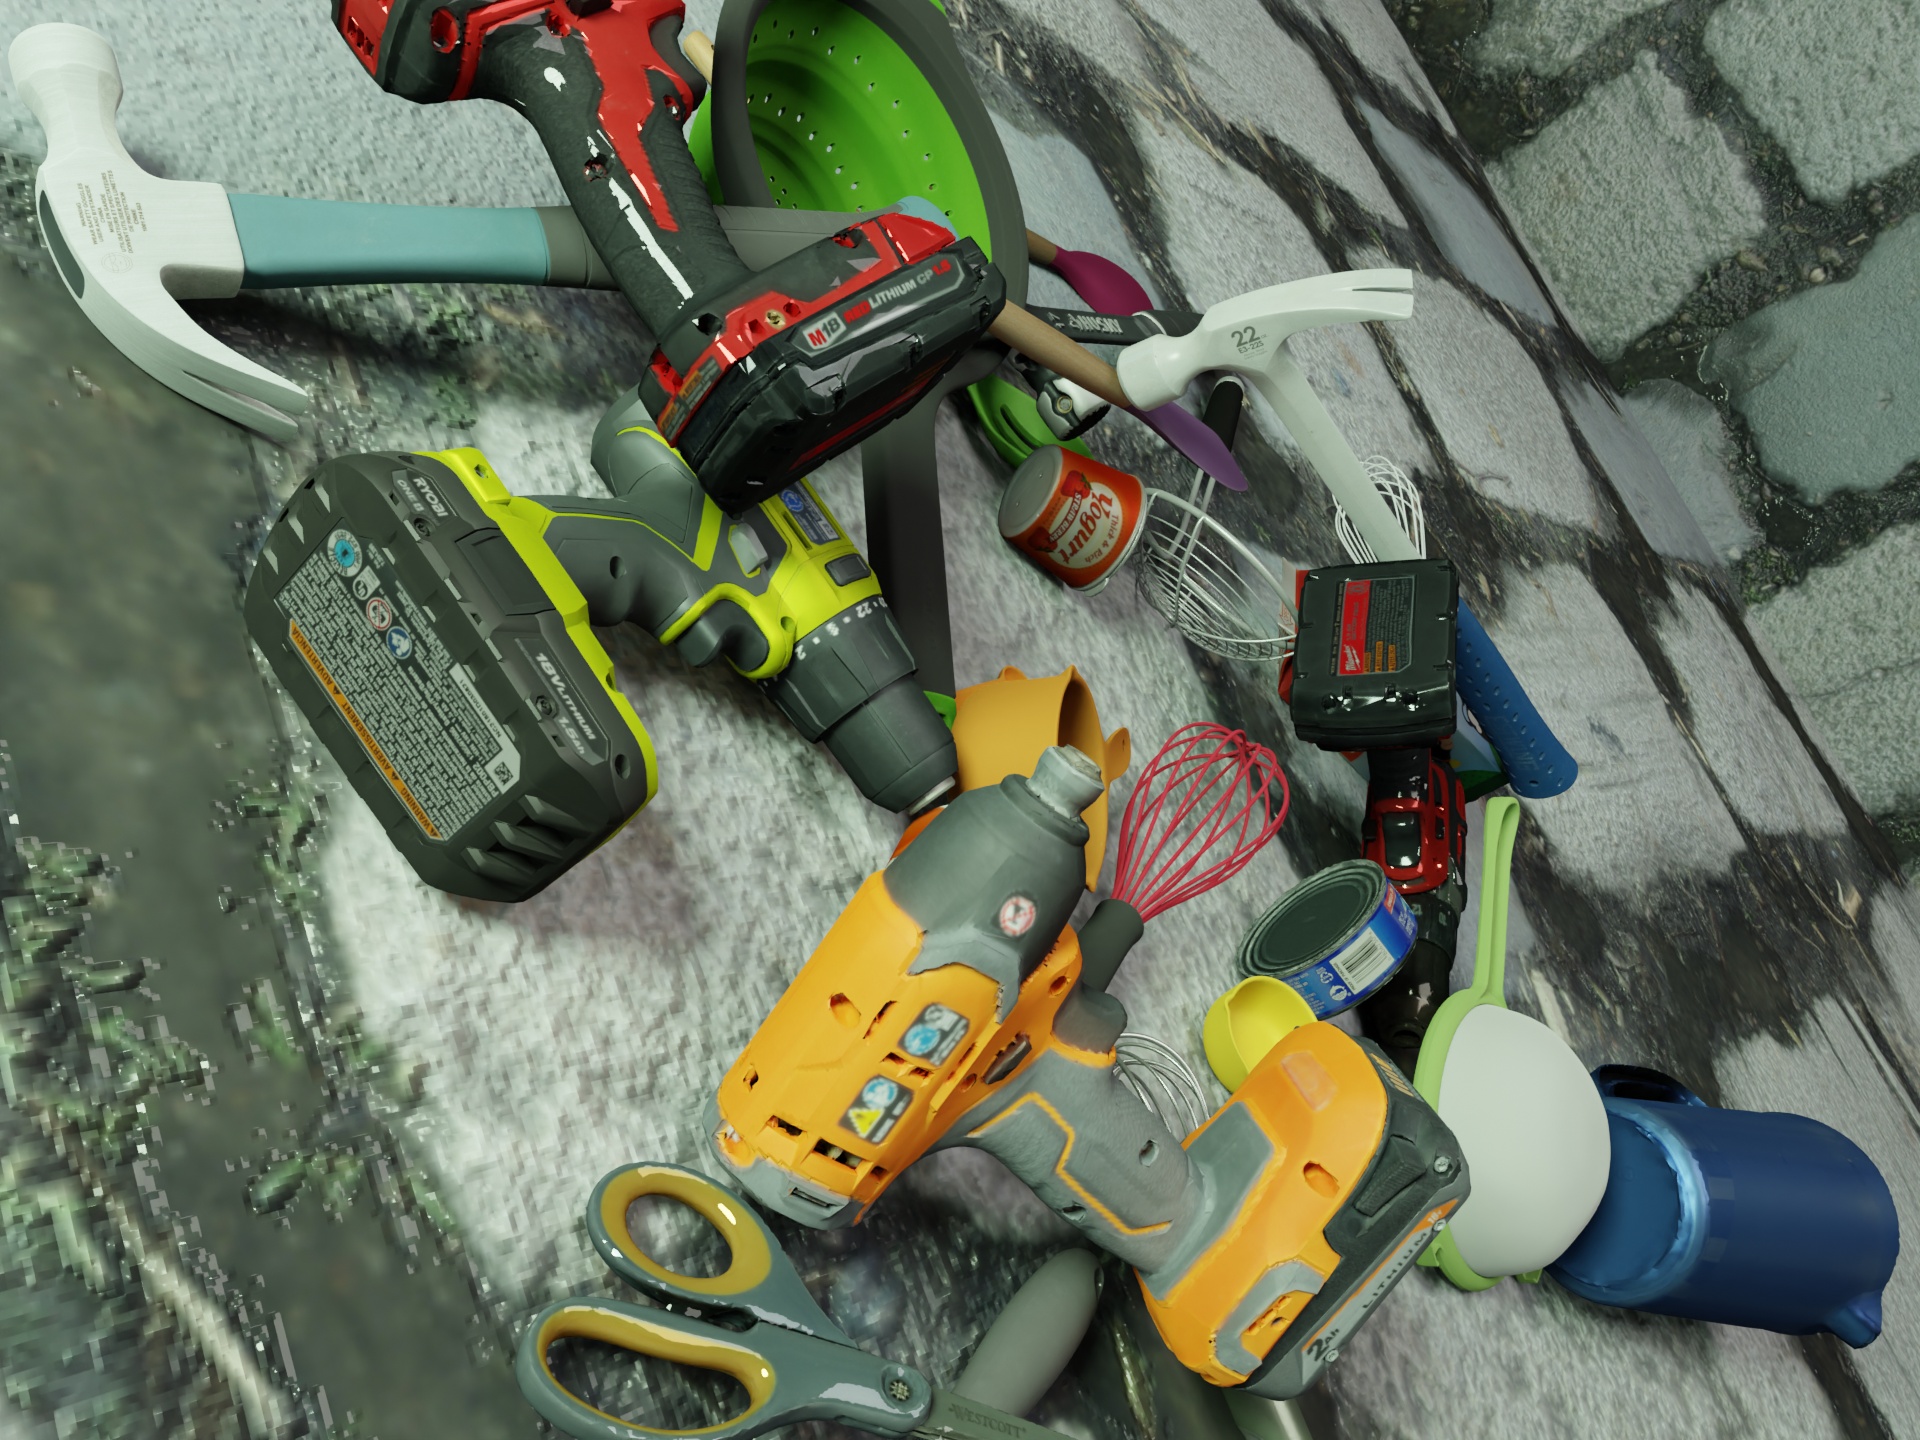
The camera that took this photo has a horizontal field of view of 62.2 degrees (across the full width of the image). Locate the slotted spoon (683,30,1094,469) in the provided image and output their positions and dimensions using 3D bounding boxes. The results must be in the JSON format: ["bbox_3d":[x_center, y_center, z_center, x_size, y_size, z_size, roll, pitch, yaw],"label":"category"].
[{"bbox_3d":[-0.040,-0.244,0.862,0.313,0.031,0.070,48,33,-8],"label":"slotted spoon"}]

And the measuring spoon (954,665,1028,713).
[{"bbox_3d":[-0.001,-0.002,0.717,0.021,0.011,0.117,54,36,6],"label":"measuring spoon"}]

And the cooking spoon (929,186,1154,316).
[{"bbox_3d":[0.042,-0.310,1.030,0.318,0.017,0.069,6,57,-51],"label":"cooking spoon"}]

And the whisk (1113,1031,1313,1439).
[{"bbox_3d":[0.105,0.238,0.616,0.059,0.057,0.246,-18,78,-21],"label":"whisk"}]

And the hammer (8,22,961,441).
[{"bbox_3d":[-0.139,-0.170,0.567,0.331,0.033,0.128,-11,80,-35],"label":"hammer"}]

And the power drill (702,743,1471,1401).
[{"bbox_3d":[0.054,0.115,0.514,0.226,0.164,0.084,31,11,-23],"label":"power drill"}]

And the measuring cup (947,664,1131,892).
[{"bbox_3d":[0.039,0.022,0.705,0.173,0.052,0.095,-21,106,-73],"label":"measuring cup"}]

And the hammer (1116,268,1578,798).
[{"bbox_3d":[0.251,-0.082,0.870,0.405,0.144,0.035,44,44,-35],"label":"hammer"}]

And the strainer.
[{"bbox_3d":[0.295,0.162,0.814,0.151,0.069,0.256,28,65,-46],"label":"strainer"}]

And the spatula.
[{"bbox_3d":[0.071,-0.170,0.801,0.315,0.018,0.060,15,45,-53],"label":"spatula"}]

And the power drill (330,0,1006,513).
[{"bbox_3d":[-0.093,-0.194,0.541,0.143,0.078,0.219,-39,92,-36],"label":"power drill"}]

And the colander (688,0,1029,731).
[{"bbox_3d":[-0.058,-0.160,0.722,0.204,0.094,0.397,12,69,-50],"label":"colander"}]

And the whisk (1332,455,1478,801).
[{"bbox_3d":[0.333,-0.072,1.170,0.070,0.070,0.285,16,55,-45],"label":"whisk"}]

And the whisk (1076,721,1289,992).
[{"bbox_3d":[0.078,0.079,0.707,0.073,0.073,0.296,53,39,-5],"label":"whisk"}]

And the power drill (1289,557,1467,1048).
[{"bbox_3d":[0.235,0.046,0.857,0.188,0.080,0.226,-73,151,-42],"label":"power drill"}]

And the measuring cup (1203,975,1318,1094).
[{"bbox_3d":[0.123,0.185,0.705,0.062,0.029,0.157,33,50,-12],"label":"measuring cup"}]

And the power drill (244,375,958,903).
[{"bbox_3d":[-0.100,-0.026,0.544,0.190,0.080,0.228,55,30,3],"label":"power drill"}]

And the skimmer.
[{"bbox_3d":[0.174,-0.154,0.998,0.127,0.090,0.363,45,34,-15],"label":"skimmer"}]

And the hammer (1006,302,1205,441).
[{"bbox_3d":[0.110,-0.253,1.023,0.149,0.036,0.409,55,28,7],"label":"hammer"}]

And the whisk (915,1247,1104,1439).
[{"bbox_3d":[-0.003,0.227,0.482,0.055,0.055,0.239,58,28,3],"label":"whisk"}]
